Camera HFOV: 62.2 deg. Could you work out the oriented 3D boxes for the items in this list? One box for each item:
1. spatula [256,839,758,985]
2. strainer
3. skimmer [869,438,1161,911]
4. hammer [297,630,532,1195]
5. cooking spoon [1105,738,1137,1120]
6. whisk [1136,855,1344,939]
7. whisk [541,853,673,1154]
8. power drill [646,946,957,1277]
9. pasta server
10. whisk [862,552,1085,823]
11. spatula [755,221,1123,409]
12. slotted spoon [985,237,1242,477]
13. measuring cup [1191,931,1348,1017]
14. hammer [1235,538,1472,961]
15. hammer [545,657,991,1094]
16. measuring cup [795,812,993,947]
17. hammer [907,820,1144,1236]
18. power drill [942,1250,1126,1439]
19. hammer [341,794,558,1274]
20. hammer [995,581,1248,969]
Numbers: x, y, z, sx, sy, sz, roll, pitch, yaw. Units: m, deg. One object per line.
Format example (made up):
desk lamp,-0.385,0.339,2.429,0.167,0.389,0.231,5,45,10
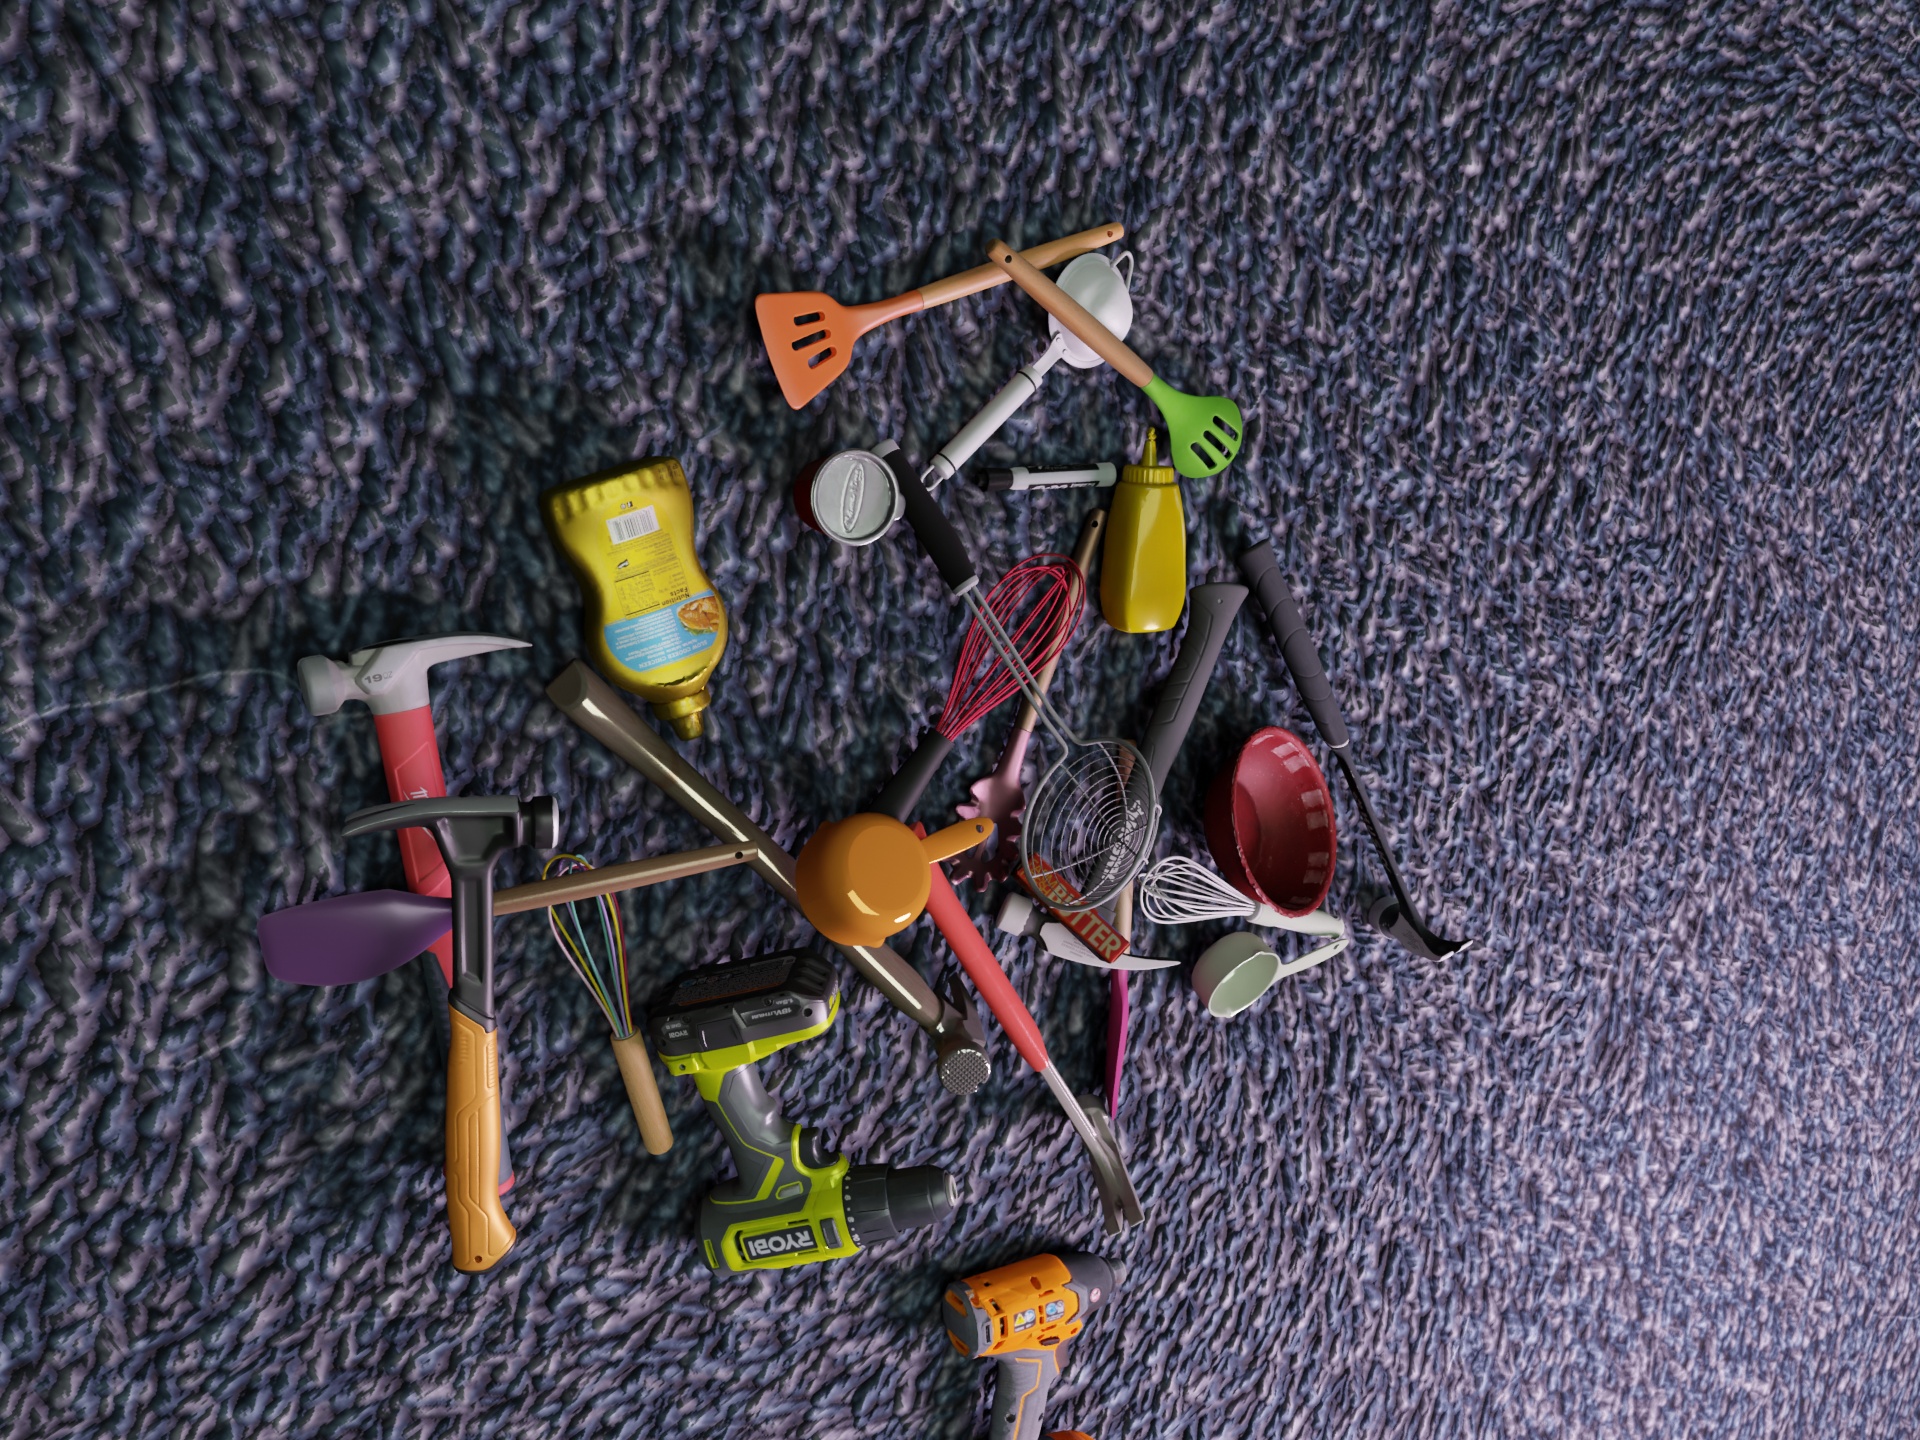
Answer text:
spatula,-0.287,0.118,1.034,0.316,0.018,0.059,-12,107,-13
strainer,0.060,-0.264,1.206,0.258,0.050,0.086,-47,131,-10
skimmer,0.022,-0.039,1.132,0.363,0.127,0.090,58,36,2
hammer,-0.331,0.134,1.066,0.143,0.038,0.386,-13,105,-27
cooking spoon,0.133,0.174,1.324,0.017,0.069,0.319,3,95,12
whisk,0.246,0.162,1.376,0.246,0.058,0.059,16,95,-34
whisk,-0.246,0.202,1.127,0.047,0.051,0.244,-14,110,-4
power drill,-0.117,0.287,1.149,0.190,0.080,0.228,-13,105,8
pasta server,0.058,-0.019,1.247,0.060,0.040,0.316,20,87,3
whisk,-0.002,-0.004,1.207,0.073,0.073,0.296,37,87,-28
spatula,-0.006,-0.314,1.160,0.322,0.041,0.081,-26,109,-23
slotted spoon,0.124,-0.270,1.204,0.313,0.031,0.070,30,102,-41
measuring cup,0.271,0.207,1.395,0.167,0.038,0.083,-13,135,-32
hammer,0.328,0.031,1.363,0.036,0.149,0.408,-28,104,-5
hammer,-0.132,0.103,1.140,0.038,0.146,0.410,-43,107,6
measuring cup,-0.031,0.094,1.113,0.173,0.052,0.095,-21,84,-35
hammer,0.039,0.228,1.219,0.036,0.149,0.358,-29,113,5
power drill,0.073,0.559,1.335,0.164,0.084,0.226,-8,99,-27
hammer,-0.323,0.209,1.025,0.127,0.034,0.336,-1,108,-16
hammer,0.159,0.042,1.285,0.146,0.035,0.335,23,85,-1
